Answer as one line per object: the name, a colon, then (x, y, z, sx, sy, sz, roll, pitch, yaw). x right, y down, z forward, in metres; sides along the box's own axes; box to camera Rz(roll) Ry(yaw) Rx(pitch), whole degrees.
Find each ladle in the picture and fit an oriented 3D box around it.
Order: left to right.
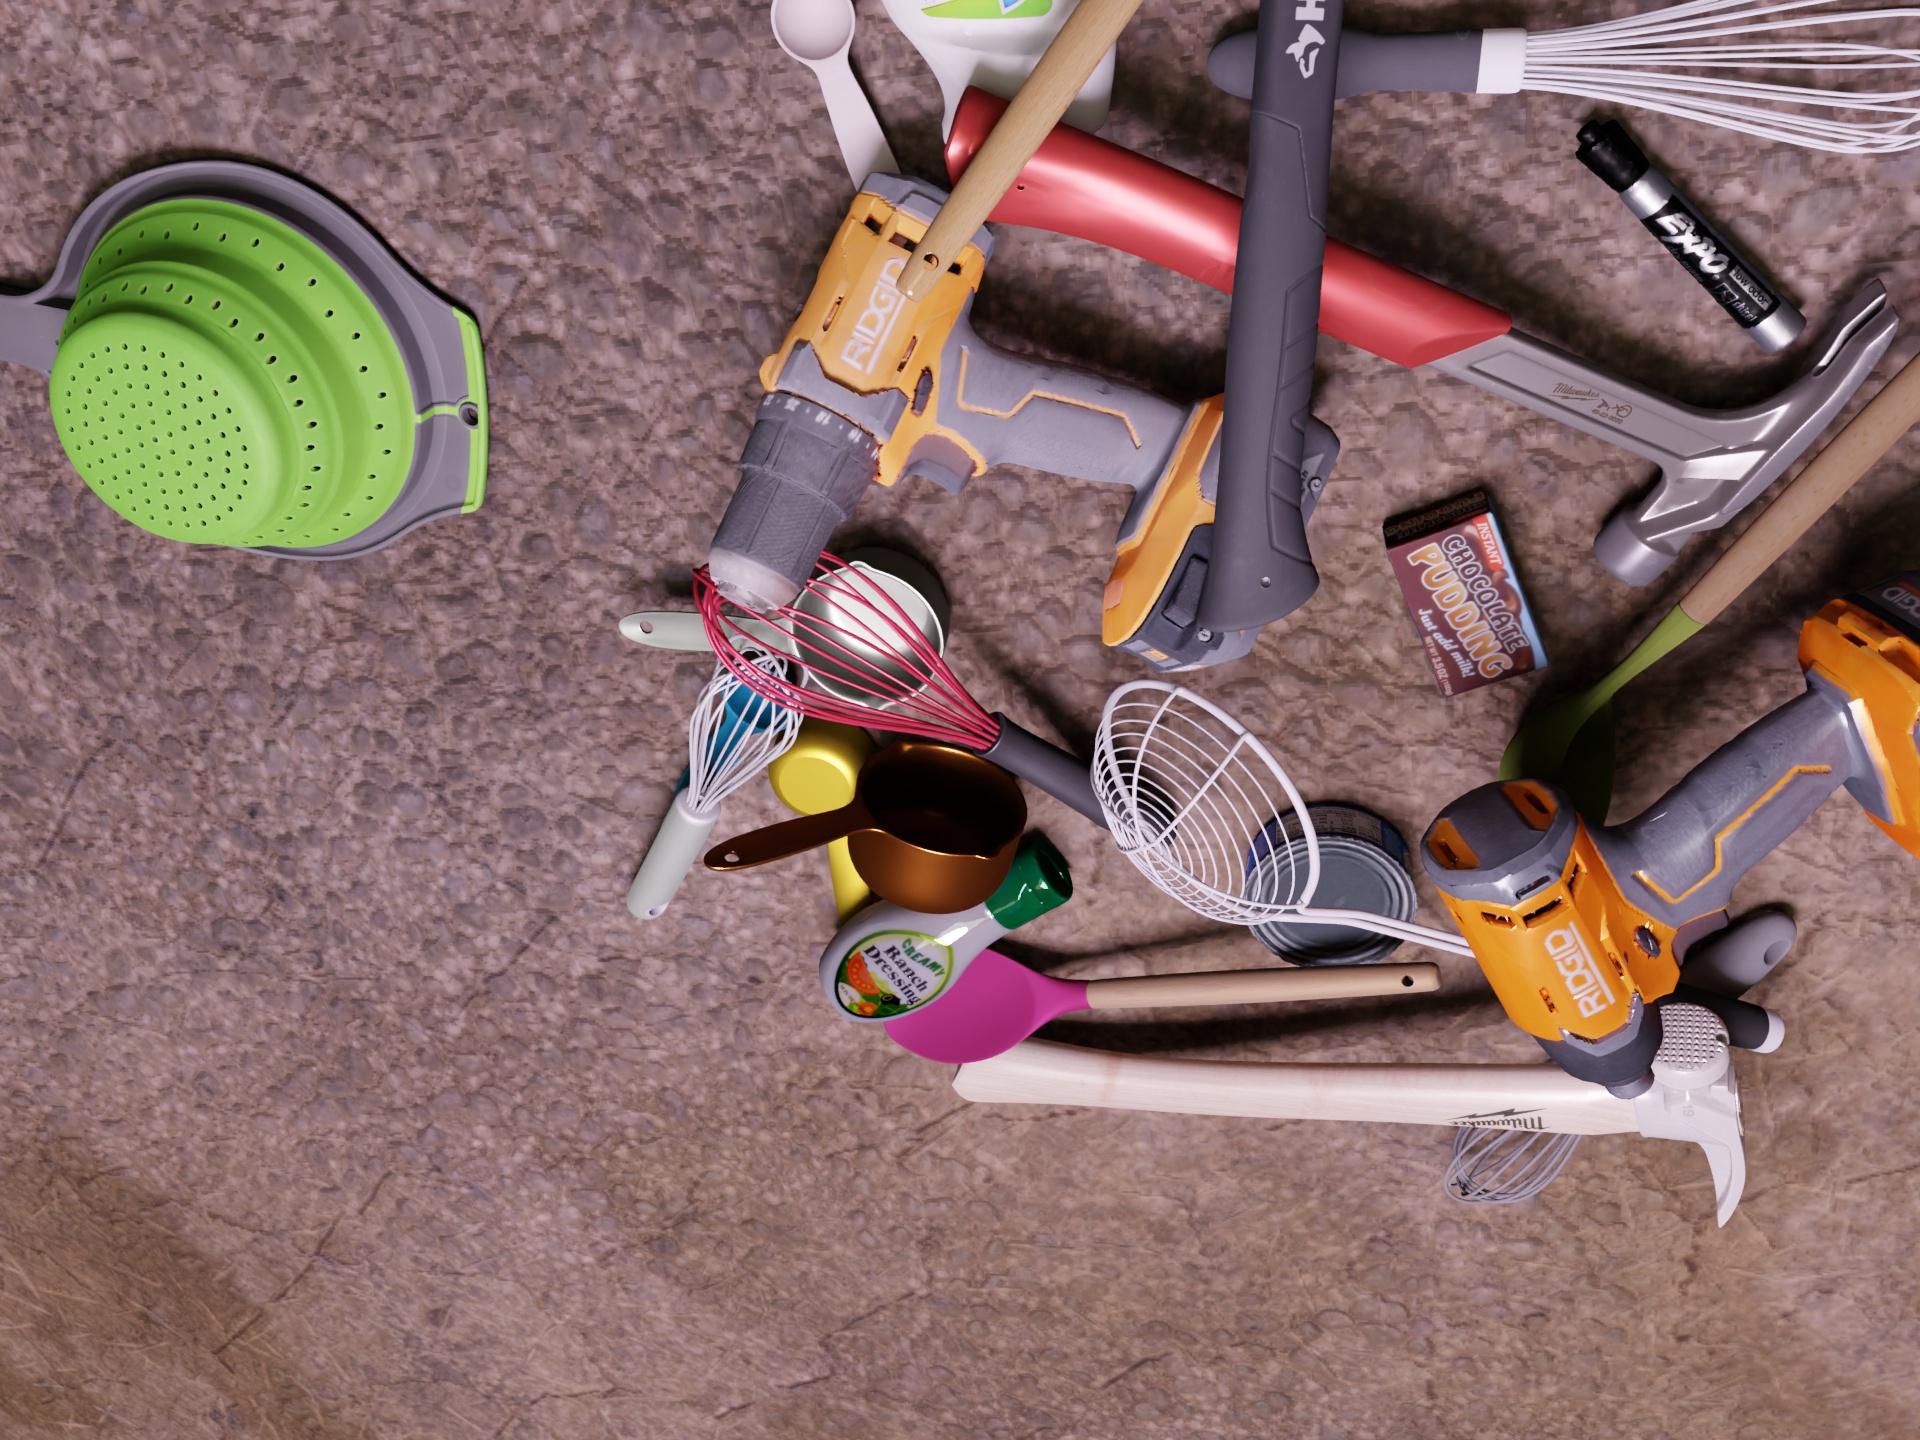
ladle: (0.074, -0.279, 0.554, 0.069, 0.031, 0.315, 35, 99, -11)
ladle: (0.330, -0.055, 0.654, 0.062, 0.078, 0.320, 47, 132, 18)

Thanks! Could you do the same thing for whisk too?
whisk: (-0.135, 0.039, 0.829, 0.059, 0.058, 0.246, 54, 139, 17)
whisk: (-0.001, -0.002, 0.748, 0.295, 0.073, 0.073, 29, 126, -31)
whisk: (0.234, -0.245, 0.589, 0.284, 0.070, 0.070, 6, 123, 15)
whisk: (0.342, 0.181, 0.832, 0.055, 0.055, 0.239, 34, 118, -9)

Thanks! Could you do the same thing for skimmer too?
skimmer: (0.232, 0.075, 0.749, 0.363, 0.090, 0.127, 16, 157, -12)

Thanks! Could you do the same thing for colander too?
colander: (-0.431, -0.167, 0.756, 0.397, 0.095, 0.204, 12, 123, 5)

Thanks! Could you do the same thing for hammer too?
hammer: (0.109, -0.194, 0.555, 0.146, 0.035, 0.334, 0, 108, -7)
hammer: (0.186, 0.200, 0.839, 0.411, 0.038, 0.146, -4, 135, 29)
hammer: (0.166, -0.168, 0.617, 0.359, 0.037, 0.149, 20, 135, -10)

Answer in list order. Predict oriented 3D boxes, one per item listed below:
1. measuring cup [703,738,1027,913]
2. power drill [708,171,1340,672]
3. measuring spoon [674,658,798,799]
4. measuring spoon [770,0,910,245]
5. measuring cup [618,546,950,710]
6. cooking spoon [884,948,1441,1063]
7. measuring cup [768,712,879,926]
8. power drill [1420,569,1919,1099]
measuring cup: (-0.049, 0.065, 0.786, 0.173, 0.095, 0.052, -13, 134, -31)
power drill: (0.021, -0.096, 0.660, 0.226, 0.084, 0.185, 26, 83, -8)
measuring spoon: (-0.122, 0.008, 0.848, 0.042, 0.021, 0.128, 35, 131, -6)
measuring spoon: (-0.043, -0.252, 0.669, 0.034, 0.018, 0.124, -15, 124, 15)
measuring cup: (-0.086, -0.051, 0.788, 0.167, 0.038, 0.083, 3, 122, 13)
cooking spoon: (0.093, 0.145, 0.846, 0.319, 0.017, 0.069, -8, 88, 29)
measuring cup: (-0.067, 0.068, 0.861, 0.062, 0.029, 0.156, 0, 122, 13)
power drill: (0.321, 0.058, 0.650, 0.226, 0.084, 0.164, -31, 116, 8)
